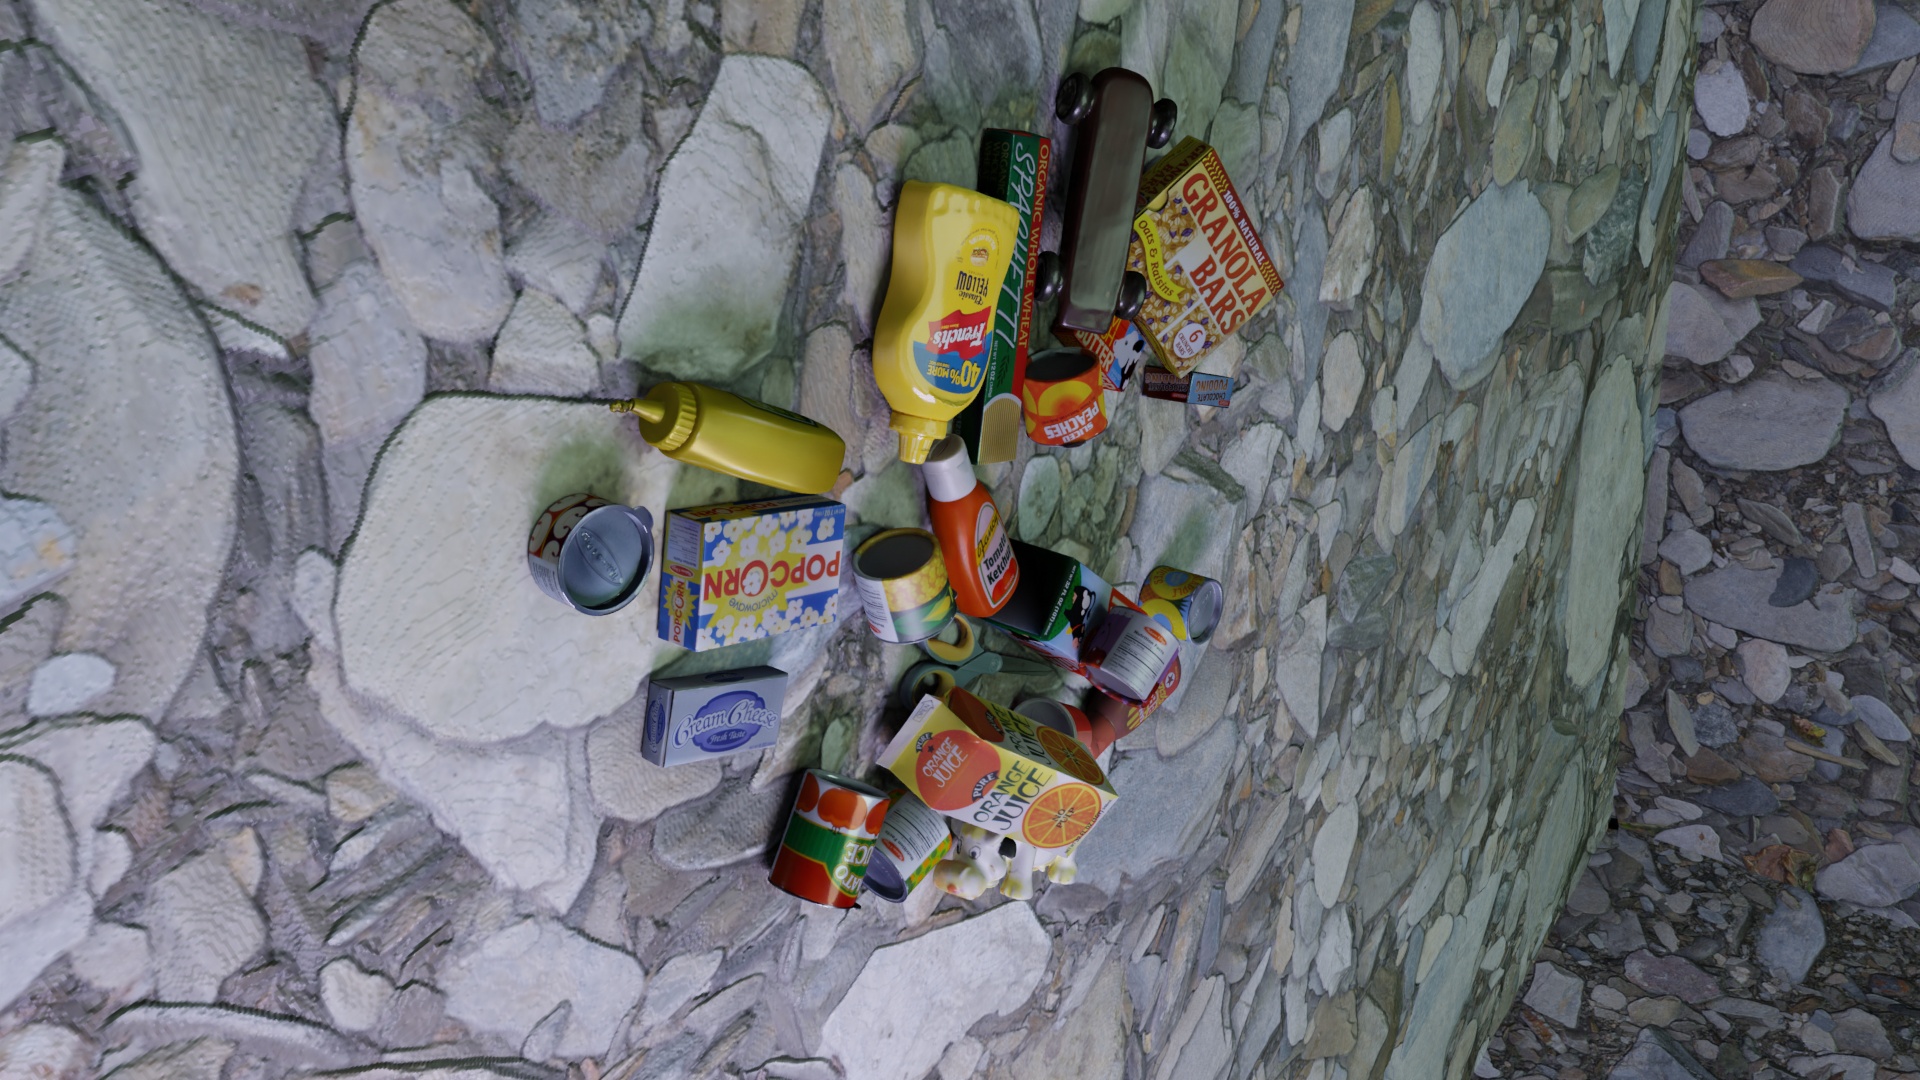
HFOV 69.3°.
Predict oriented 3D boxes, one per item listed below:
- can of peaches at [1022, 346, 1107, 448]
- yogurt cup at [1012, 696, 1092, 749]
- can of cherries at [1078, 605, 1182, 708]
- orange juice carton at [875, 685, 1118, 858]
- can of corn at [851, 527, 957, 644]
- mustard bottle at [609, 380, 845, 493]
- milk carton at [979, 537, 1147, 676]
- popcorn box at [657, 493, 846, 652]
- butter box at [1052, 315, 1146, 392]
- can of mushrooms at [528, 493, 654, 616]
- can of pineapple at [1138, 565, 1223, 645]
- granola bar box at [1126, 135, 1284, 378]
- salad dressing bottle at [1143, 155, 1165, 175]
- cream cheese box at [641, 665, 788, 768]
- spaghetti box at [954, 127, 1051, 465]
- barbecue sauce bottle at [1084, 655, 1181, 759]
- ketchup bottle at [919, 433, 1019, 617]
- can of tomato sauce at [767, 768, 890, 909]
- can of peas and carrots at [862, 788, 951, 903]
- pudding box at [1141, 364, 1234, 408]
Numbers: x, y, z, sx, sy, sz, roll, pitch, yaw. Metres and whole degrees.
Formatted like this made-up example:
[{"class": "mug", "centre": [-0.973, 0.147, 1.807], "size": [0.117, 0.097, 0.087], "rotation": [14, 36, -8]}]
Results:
[{"class": "can of peaches", "centre": [0.082, -0.114, 1.101], "size": [0.071, 0.071, 0.057], "rotation": [-37, 129, -38]}, {"class": "yogurt cup", "centre": [0.080, 0.170, 1.214], "size": [0.054, 0.072, 0.072], "rotation": [12, 94, -61]}, {"class": "can of cherries", "centre": [0.137, 0.096, 1.133], "size": [0.058, 0.071, 0.071], "rotation": [-57, 140, -17]}, {"class": "orange juice carton", "centre": [0.026, 0.179, 1.098], "size": [0.192, 0.073, 0.071], "rotation": [27, 107, -33]}, {"class": "can of corn", "centre": [-0.039, 0.031, 1.004], "size": [0.071, 0.071, 0.058], "rotation": [-42, 133, -35]}, {"class": "mustard bottle", "centre": [-0.142, -0.066, 0.841], "size": [0.160, 0.065, 0.048], "rotation": [15, 96, -49]}, {"class": "milk carton", "centre": [0.097, 0.069, 1.187], "size": [0.190, 0.073, 0.072], "rotation": [34, 77, -52]}, {"class": "popcorn box", "centre": [-0.133, 0.018, 0.904], "size": [0.127, 0.038, 0.085], "rotation": [-10, 111, -50]}, {"class": "butter box", "centre": [0.117, -0.171, 1.162], "size": [0.103, 0.024, 0.053], "rotation": [38, 73, -51]}, {"class": "can of mushrooms", "centre": [-0.212, 0.006, 0.803], "size": [0.071, 0.033, 0.070], "rotation": [-22, 120, -45]}, {"class": "can of pineapple", "centre": [0.213, 0.061, 1.345], "size": [0.071, 0.058, 0.070], "rotation": [-23, 121, -46]}, {"class": "granola bar box", "centre": [0.189, -0.234, 1.166], "size": [0.124, 0.039, 0.165], "rotation": [-42, 131, 0]}, {"class": "salad dressing bottle", "centre": [0.193, -0.261, 1.211], "size": [0.064, 0.044, 0.147], "rotation": [-42, 134, -29]}, {"class": "cream cheese box", "centre": [-0.161, 0.115, 0.917], "size": [0.104, 0.024, 0.053], "rotation": [-2, 104, -52]}, {"class": "spaghetti box", "centre": [0.030, -0.181, 1.044], "size": [0.050, 0.029, 0.249], "rotation": [-12, 112, -50]}, {"class": "barbecue sauce bottle", "centre": [0.153, 0.155, 1.315], "size": [0.149, 0.044, 0.064], "rotation": [-38, 132, -37]}, {"class": "ketchup bottle", "centre": [0.004, -0.013, 1.062], "size": [0.065, 0.043, 0.148], "rotation": [-57, 141, -38]}, {"class": "can of tomato sauce", "centre": [-0.093, 0.215, 1.004], "size": [0.071, 0.071, 0.083], "rotation": [23, 84, -53]}, {"class": "can of peas and carrots", "centre": [-0.050, 0.235, 1.072], "size": [0.059, 0.071, 0.070], "rotation": [-42, 133, -35]}, {"class": "pudding box", "centre": [0.208, -0.140, 1.269], "size": [0.084, 0.050, 0.030], "rotation": [-1, 103, -52]}]
